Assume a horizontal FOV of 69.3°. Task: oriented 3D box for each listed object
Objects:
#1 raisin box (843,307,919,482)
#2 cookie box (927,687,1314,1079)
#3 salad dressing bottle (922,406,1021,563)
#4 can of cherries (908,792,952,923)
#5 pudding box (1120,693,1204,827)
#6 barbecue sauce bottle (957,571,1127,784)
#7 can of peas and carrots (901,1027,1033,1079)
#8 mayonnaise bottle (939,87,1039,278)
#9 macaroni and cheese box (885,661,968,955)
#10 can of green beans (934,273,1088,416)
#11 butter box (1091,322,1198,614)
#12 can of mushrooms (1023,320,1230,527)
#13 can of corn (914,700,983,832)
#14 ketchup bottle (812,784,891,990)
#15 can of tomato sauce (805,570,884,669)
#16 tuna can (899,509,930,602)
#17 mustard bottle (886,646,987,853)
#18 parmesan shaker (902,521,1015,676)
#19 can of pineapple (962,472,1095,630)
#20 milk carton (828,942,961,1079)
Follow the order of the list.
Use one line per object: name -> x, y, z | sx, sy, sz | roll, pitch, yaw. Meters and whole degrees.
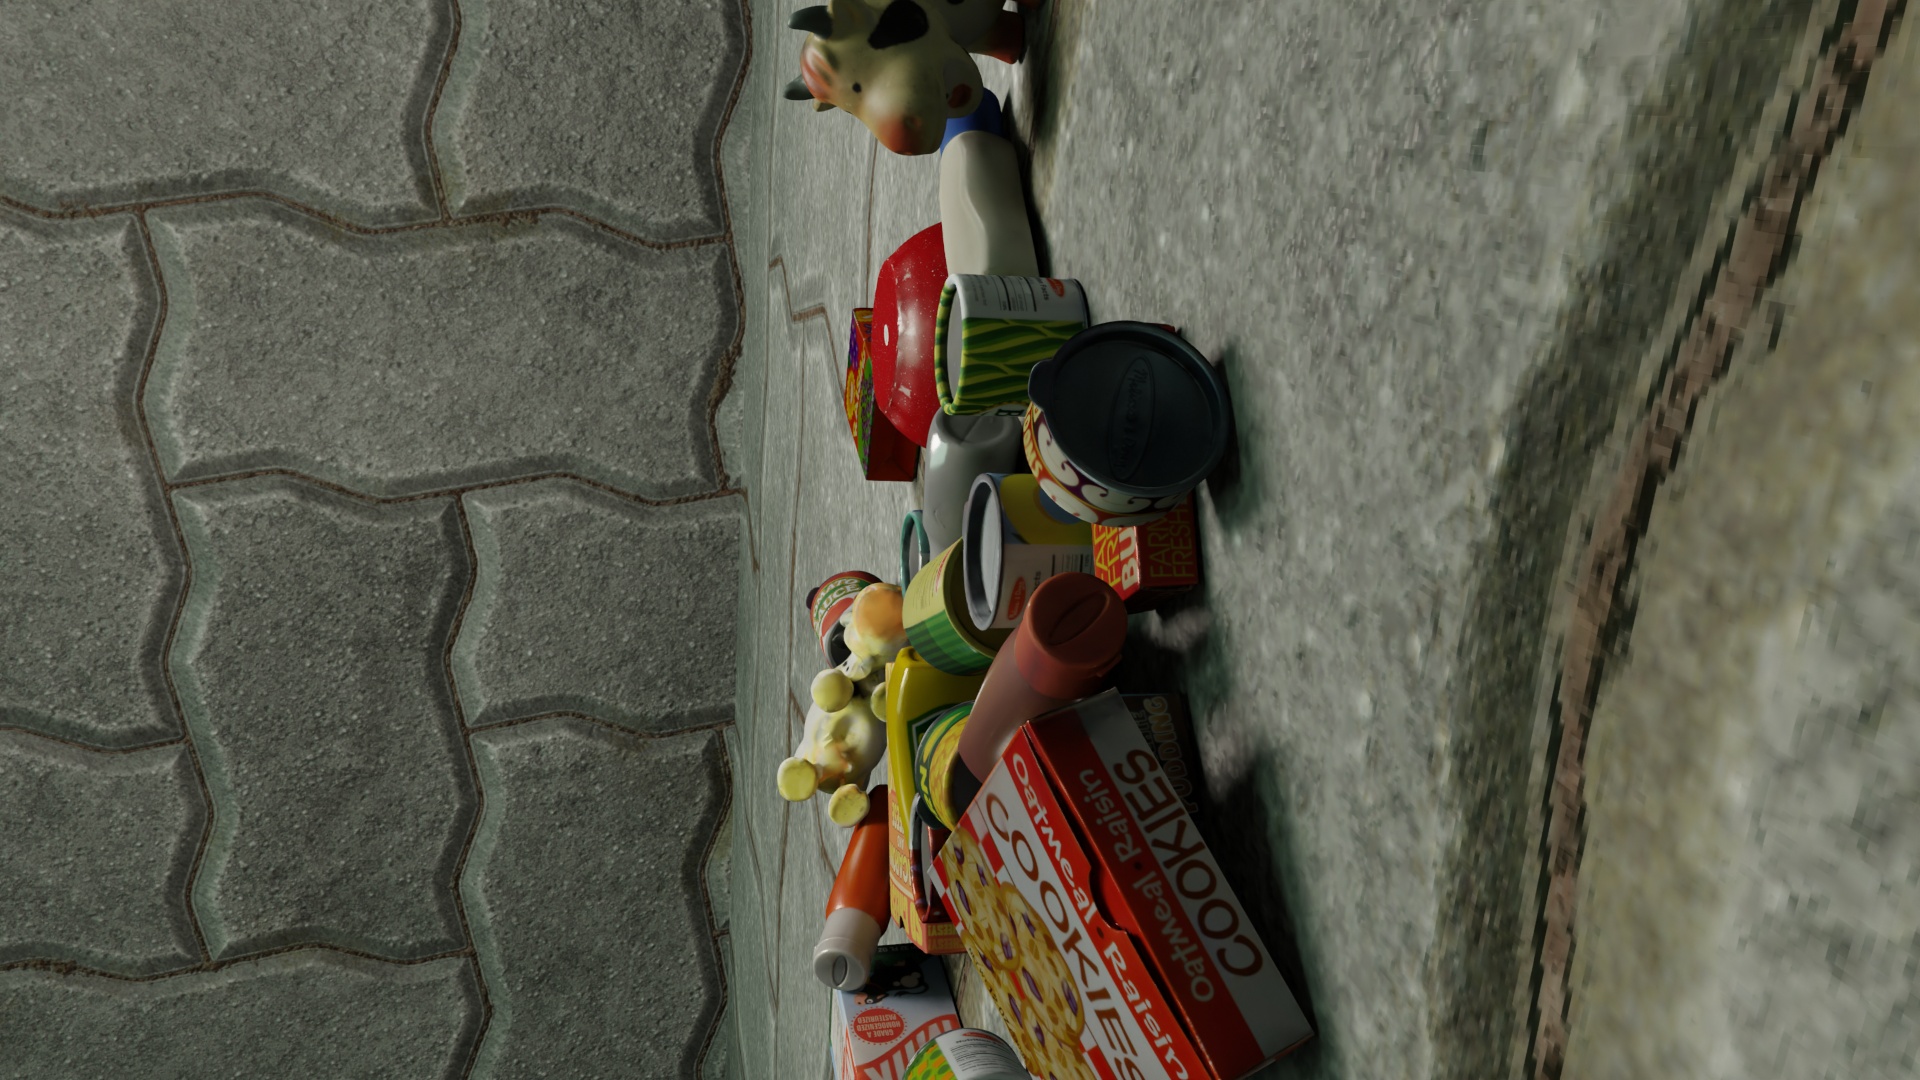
raisin box -> -0.058, -0.111, 1.036 | 0.124, 0.040, 0.085 | -111, 24, -55
cookie box -> 0.045, 0.142, 0.494 | 0.123, 0.040, 0.166 | 61, 156, 21
salad dressing bottle -> 0.003, -0.009, 0.749 | 0.146, 0.044, 0.064 | 96, -160, -46
can of cherries -> 0.008, 0.161, 0.704 | 0.071, 0.058, 0.071 | -178, 88, -77
pudding box -> 0.062, 0.096, 0.532 | 0.083, 0.030, 0.050 | 114, 154, -59
barbecue sauce bottle -> 0.035, 0.056, 0.548 | 0.044, 0.065, 0.148 | 47, 161, 14
can of peas and carrots -> 0.007, 0.286, 0.685 | 0.058, 0.071, 0.071 | -176, 87, -76
mayonnaise bottle -> 0.012, -0.178, 0.738 | 0.064, 0.041, 0.149 | 114, 155, -56
macaroni and cheese box -> -0.018, 0.158, 0.855 | 0.123, 0.040, 0.166 | 156, 114, -77
can of green beans -> 0.022, -0.090, 0.648 | 0.071, 0.058, 0.071 | -178, 88, -77
butter box -> 0.067, -0.026, 0.529 | 0.053, 0.024, 0.103 | 129, 139, -71
can of mushrooms -> 0.054, -0.040, 0.481 | 0.033, 0.071, 0.071 | 119, 149, -67
can of corn -> 0.015, 0.112, 0.649 | 0.058, 0.071, 0.071 | 176, 94, -76
ketchup bottle -> -0.063, 0.233, 0.931 | 0.149, 0.043, 0.064 | -70, -9, -59
can of tomato sauce -> -0.077, 0.065, 1.048 | 0.083, 0.071, 0.071 | -131, 43, -70
tuna can -> -0.017, 0.012, 0.869 | 0.071, 0.033, 0.071 | -178, 89, -76
mustard bottle -> -0.005, 0.137, 0.761 | 0.049, 0.065, 0.159 | -124, 31, -77
parmesan shaker -> 0.015, 0.028, 0.668 | 0.103, 0.071, 0.071 | 142, 127, -74
can of pineapple -> 0.036, 0.003, 0.587 | 0.071, 0.058, 0.071 | -178, 88, -77
milk carton -> -0.034, 0.336, 0.853 | 0.191, 0.072, 0.073 | -119, 31, -66
